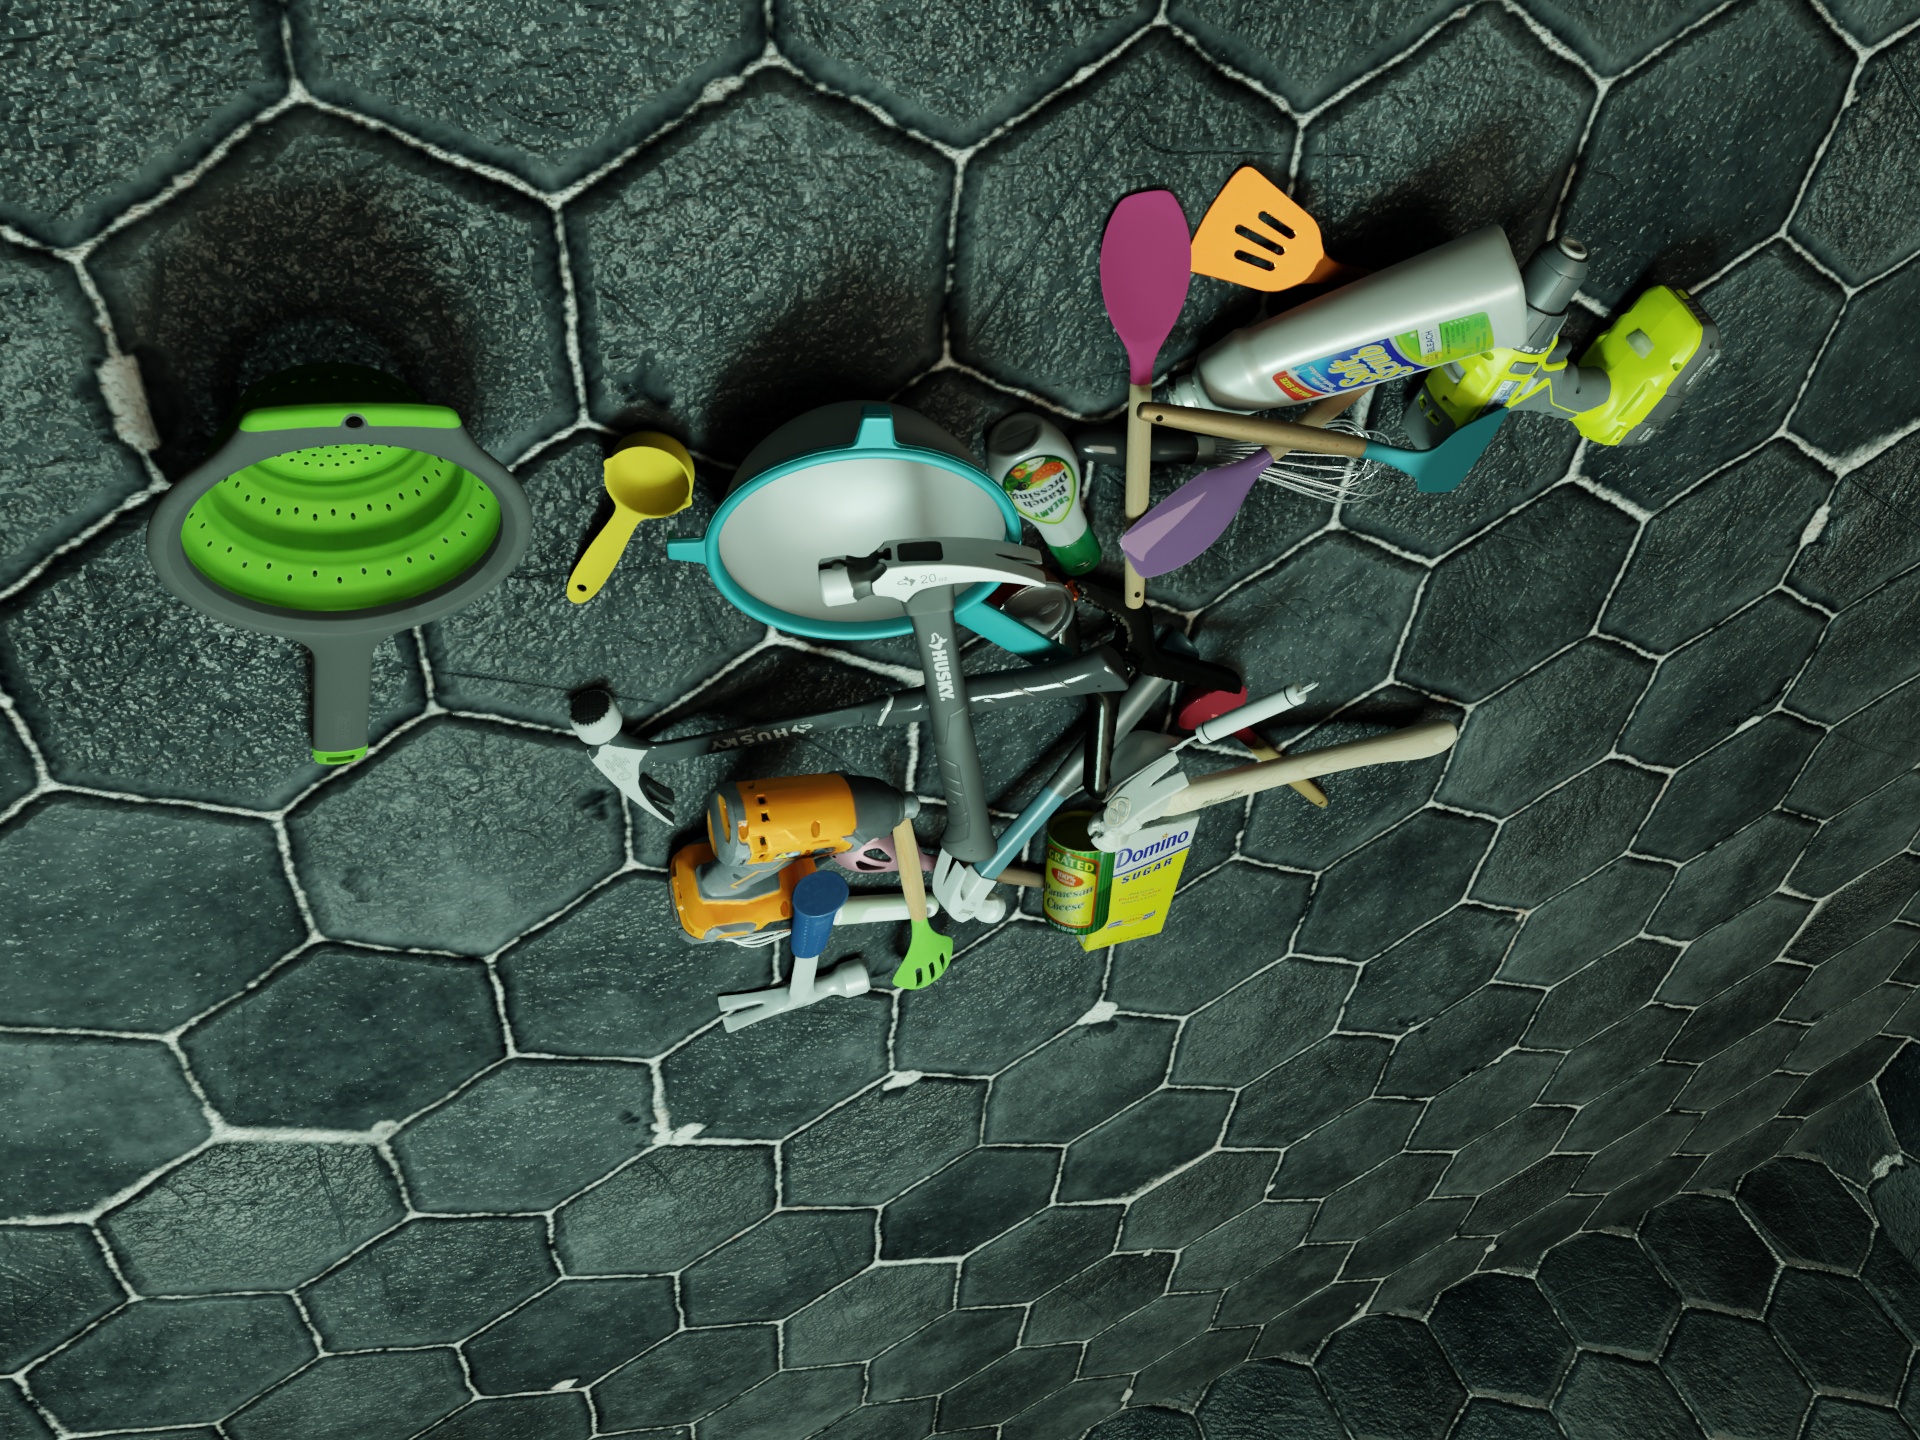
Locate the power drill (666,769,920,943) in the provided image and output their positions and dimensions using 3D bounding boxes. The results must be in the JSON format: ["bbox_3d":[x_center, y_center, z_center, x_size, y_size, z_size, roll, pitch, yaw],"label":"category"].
[{"bbox_3d":[-0.137,0.105,1.269,0.164,0.084,0.226,-5,158,-26],"label":"power drill"}]

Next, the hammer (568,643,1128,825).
[{"bbox_3d":[-0.076,-0.001,1.205,0.409,0.036,0.149,-10,143,5],"label":"hammer"}]

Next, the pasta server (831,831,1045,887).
[{"bbox_3d":[0.002,0.132,1.483,0.316,0.040,0.060,13,125,-44],"label":"pasta server"}]

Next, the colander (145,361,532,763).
[{"bbox_3d":[-0.385,-0.098,0.981,0.204,0.095,0.397,-6,153,-25],"label":"colander"}]

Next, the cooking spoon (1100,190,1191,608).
[{"bbox_3d":[0.129,-0.220,1.146,0.068,0.017,0.318,-14,126,-16],"label":"cooking spoon"}]

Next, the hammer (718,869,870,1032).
[{"bbox_3d":[-0.135,0.199,1.349,0.144,0.035,0.405,-15,162,-13],"label":"hammer"}]

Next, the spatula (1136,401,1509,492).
[{"bbox_3d":[0.270,-0.211,1.177,0.317,0.044,0.082,5,135,-22],"label":"spatula"}]

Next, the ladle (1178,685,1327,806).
[{"bbox_3d":[0.292,0.028,1.538,0.069,0.031,0.315,-34,143,19],"label":"ladle"}]

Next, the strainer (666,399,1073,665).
[{"bbox_3d":[-0.028,-0.128,1.124,0.211,0.095,0.340,-26,146,30],"label":"strainer"}]

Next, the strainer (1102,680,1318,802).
[{"bbox_3d":[0.211,0.011,1.405,0.258,0.050,0.087,-27,180,42],"label":"strainer"}]

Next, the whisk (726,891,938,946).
[{"bbox_3d":[-0.120,0.174,1.438,0.246,0.059,0.057,1,131,-37],"label":"whisk"}]

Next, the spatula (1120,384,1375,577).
[{"bbox_3d":[0.253,-0.214,1.197,0.316,0.018,0.059,-39,125,0],"label":"spatula"}]

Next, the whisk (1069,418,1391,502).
[{"bbox_3d":[0.212,-0.207,1.225,0.284,0.070,0.070,0,133,-23],"label":"whisk"}]

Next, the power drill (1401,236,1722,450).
[{"bbox_3d":[0.482,-0.290,1.251,0.228,0.080,0.190,-5,145,-28],"label":"power drill"}]

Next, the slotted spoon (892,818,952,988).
[{"bbox_3d":[-0.042,0.164,1.435,0.070,0.031,0.313,-32,147,-18],"label":"slotted spoon"}]

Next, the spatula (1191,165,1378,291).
[{"bbox_3d":[0.304,-0.327,1.174,0.322,0.041,0.081,3,132,-38],"label":"spatula"}]

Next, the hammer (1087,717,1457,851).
[{"bbox_3d":[0.318,0.041,1.494,0.410,0.038,0.146,-11,159,-30],"label":"hammer"}]

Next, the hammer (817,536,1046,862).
[{"bbox_3d":[-0.002,-0.004,1.155,0.146,0.035,0.334,-8,139,2],"label":"hammer"}]

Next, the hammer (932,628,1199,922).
[{"bbox_3d":[0.094,0.052,1.411,0.331,0.033,0.128,-50,150,12],"label":"hammer"}]

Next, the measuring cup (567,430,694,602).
[{"bbox_3d":[-0.228,-0.135,1.069,0.062,0.029,0.156,25,133,-21],"label":"measuring cup"}]
